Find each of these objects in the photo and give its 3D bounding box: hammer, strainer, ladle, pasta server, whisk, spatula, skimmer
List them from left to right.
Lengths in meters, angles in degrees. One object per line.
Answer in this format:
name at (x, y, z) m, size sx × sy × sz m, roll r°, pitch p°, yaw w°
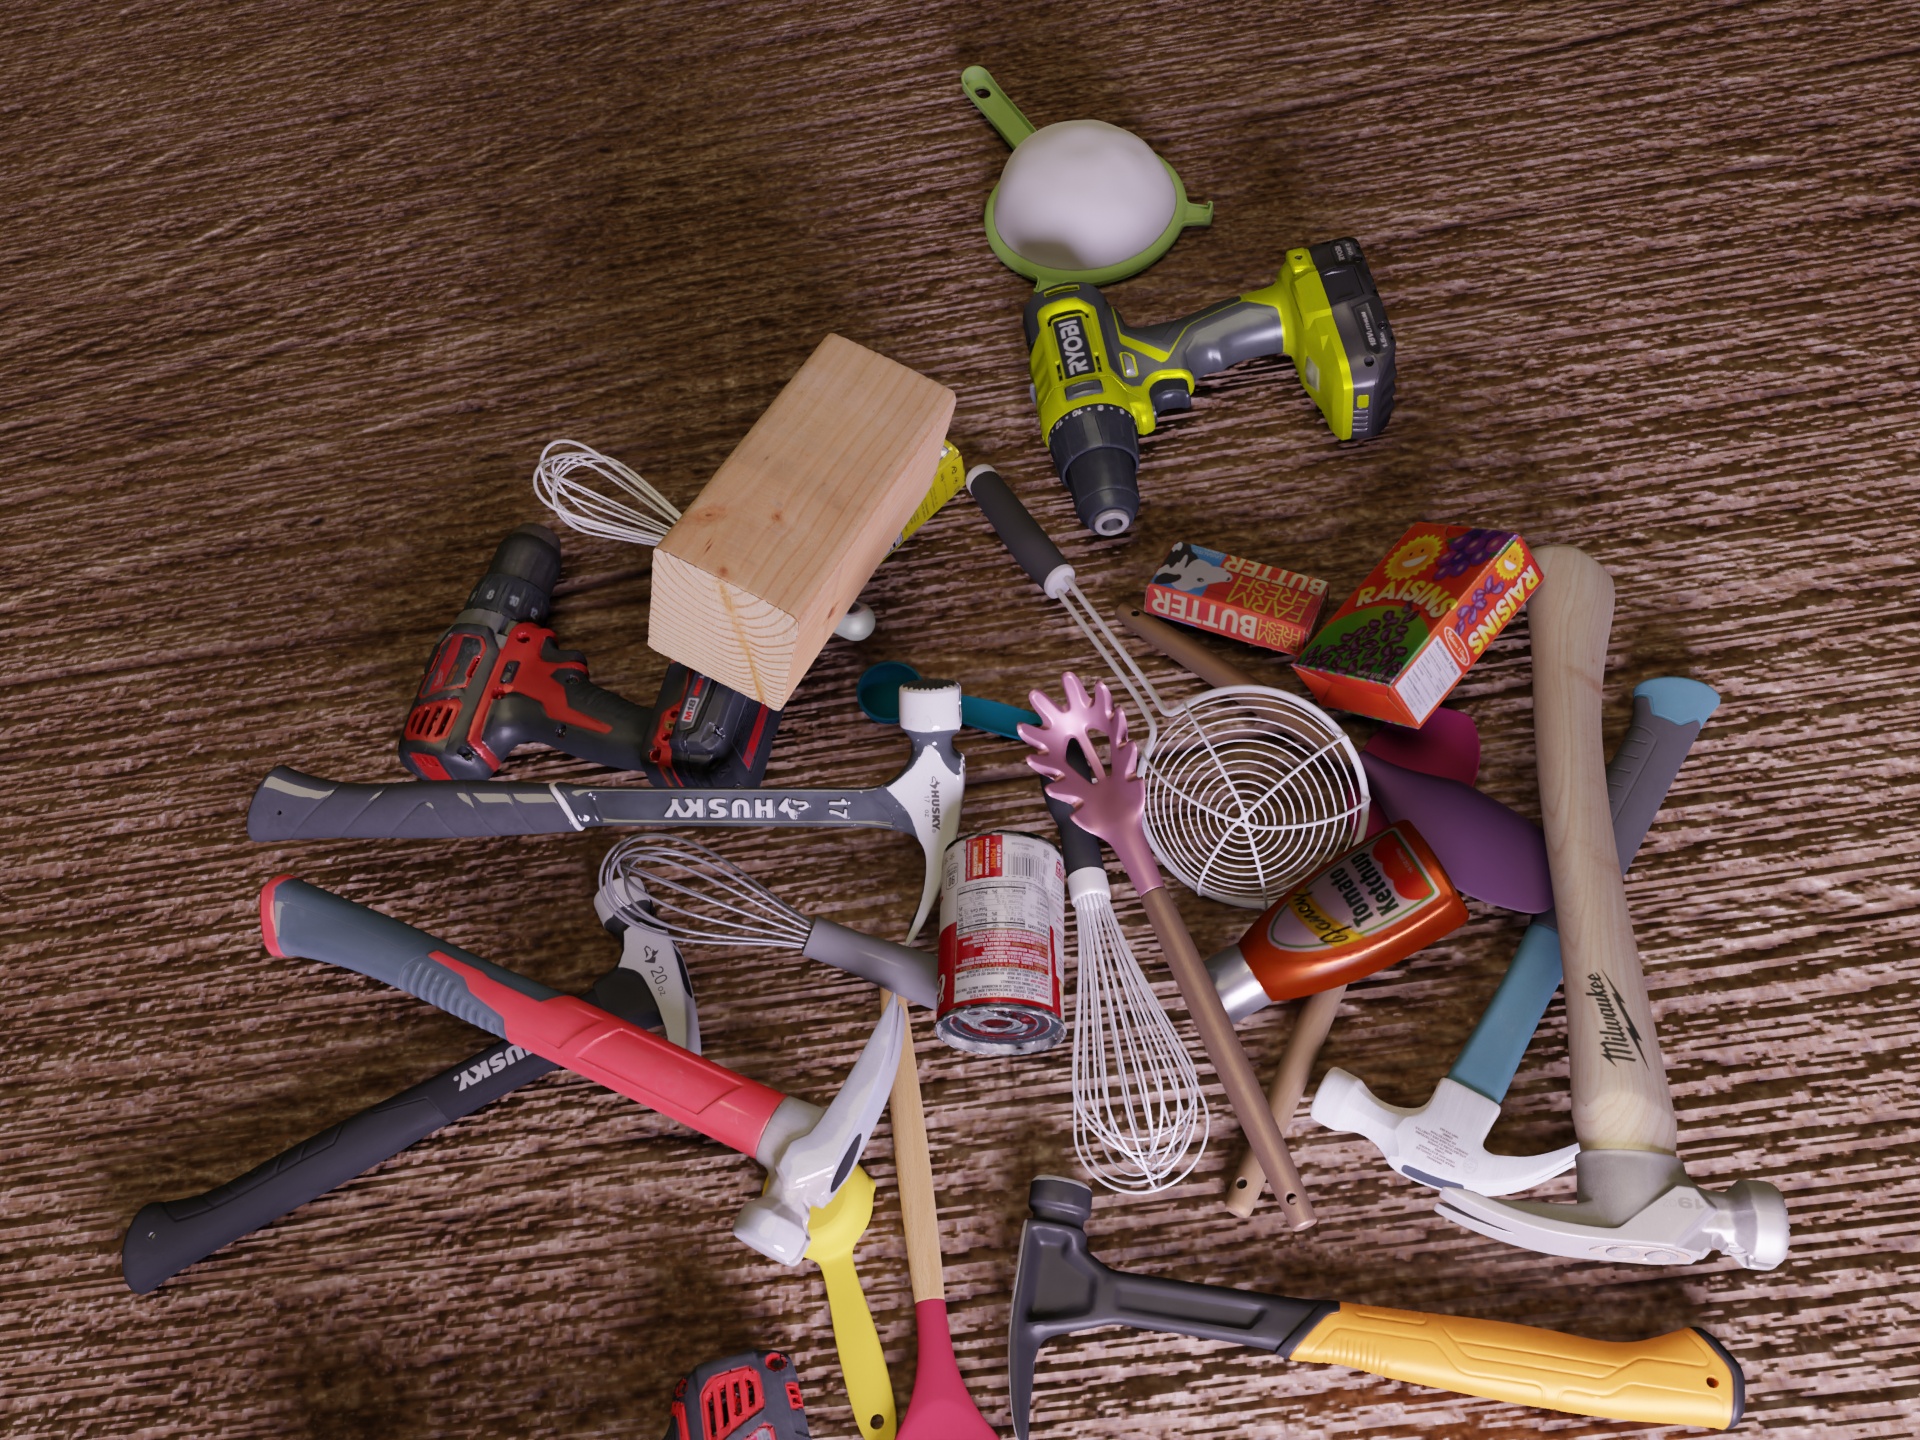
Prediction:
hammer at (-0.300, 0.222, 0.880) m, size 0.335 × 0.035 × 0.146 m, roll -28°, pitch 59°, yaw -7°
hammer at (-0.220, 0.150, 0.867) m, size 0.386 × 0.038 × 0.143 m, roll 19°, pitch 63°, yaw 20°
hammer at (-0.201, 0.053, 0.897) m, size 0.409 × 0.036 × 0.149 m, roll -1°, pitch 102°, yaw 4°
whisk at (-0.161, -0.110, 0.992) m, size 0.246 × 0.059 × 0.058 m, roll 26°, pitch 42°, yaw 11°
whisk at (-0.081, 0.120, 0.863) m, size 0.239 × 0.055 × 0.055 m, roll 21°, pitch 63°, yaw -5°
ladle at (-0.020, 0.270, 0.812) m, size 0.069 × 0.031 × 0.316 m, roll -4°, pitch 57°, yaw -7°
strainer at (0.064, -0.431, 1.184) m, size 0.151 × 0.069 × 0.257 m, roll -28°, pitch 61°, yaw -8°
whisk at (0.075, 0.120, 0.870) m, size 0.070 × 0.070 × 0.285 m, roll -12°, pitch 53°, yaw 2°
skimmer at (0.106, -0.040, 0.962) m, size 0.127 × 0.090 × 0.364 m, roll -53°, pitch 45°, yaw 22°
pasta server at (0.109, 0.112, 0.831) m, size 0.060 × 0.040 × 0.317 m, roll -28°, pitch 60°, yaw 11°
spatula at (0.206, 0.012, 0.914) m, size 0.060 × 0.018 × 0.316 m, roll -41°, pitch 56°, yaw -18°
hammer at (0.190, 0.301, 0.755) m, size 0.337 × 0.034 × 0.127 m, roll 4°, pitch 60°, yaw 11°
hammer at (0.322, 0.104, 0.850) m, size 0.128 × 0.033 × 0.331 m, roll 27°, pitch 67°, yaw 23°
hammer at (0.312, 0.070, 0.822) m, size 0.146 × 0.038 × 0.411 m, roll 3°, pitch 54°, yaw 8°

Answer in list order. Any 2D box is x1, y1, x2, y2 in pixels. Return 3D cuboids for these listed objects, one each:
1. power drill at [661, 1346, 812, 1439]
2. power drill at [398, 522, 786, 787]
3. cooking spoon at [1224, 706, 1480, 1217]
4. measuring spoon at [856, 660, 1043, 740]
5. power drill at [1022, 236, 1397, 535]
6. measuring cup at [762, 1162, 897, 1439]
power drill at (-0.168, 0.394, 0.737) m, size 0.219 × 0.078 × 0.143 m, roll -17°, pitch 59°, yaw -4°
power drill at (-0.225, -0.038, 0.999) m, size 0.227 × 0.080 × 0.188 m, roll 6°, pitch 61°, yaw 16°
cooking spoon at (0.210, 0.121, 0.866) m, size 0.069 × 0.017 × 0.319 m, roll 13°, pitch 62°, yaw 33°
measuring spoon at (-0.002, -0.003, 0.979) m, size 0.128 × 0.021 × 0.042 m, roll 15°, pitch 62°, yaw 7°
power drill at (0.162, -0.220, 1.043) m, size 0.228 × 0.080 × 0.191 m, roll -12°, pitch 59°, yaw 5°
measuring cup at (-0.061, 0.288, 0.805) m, size 0.062 × 0.029 × 0.157 m, roll -19°, pitch 57°, yaw -2°
